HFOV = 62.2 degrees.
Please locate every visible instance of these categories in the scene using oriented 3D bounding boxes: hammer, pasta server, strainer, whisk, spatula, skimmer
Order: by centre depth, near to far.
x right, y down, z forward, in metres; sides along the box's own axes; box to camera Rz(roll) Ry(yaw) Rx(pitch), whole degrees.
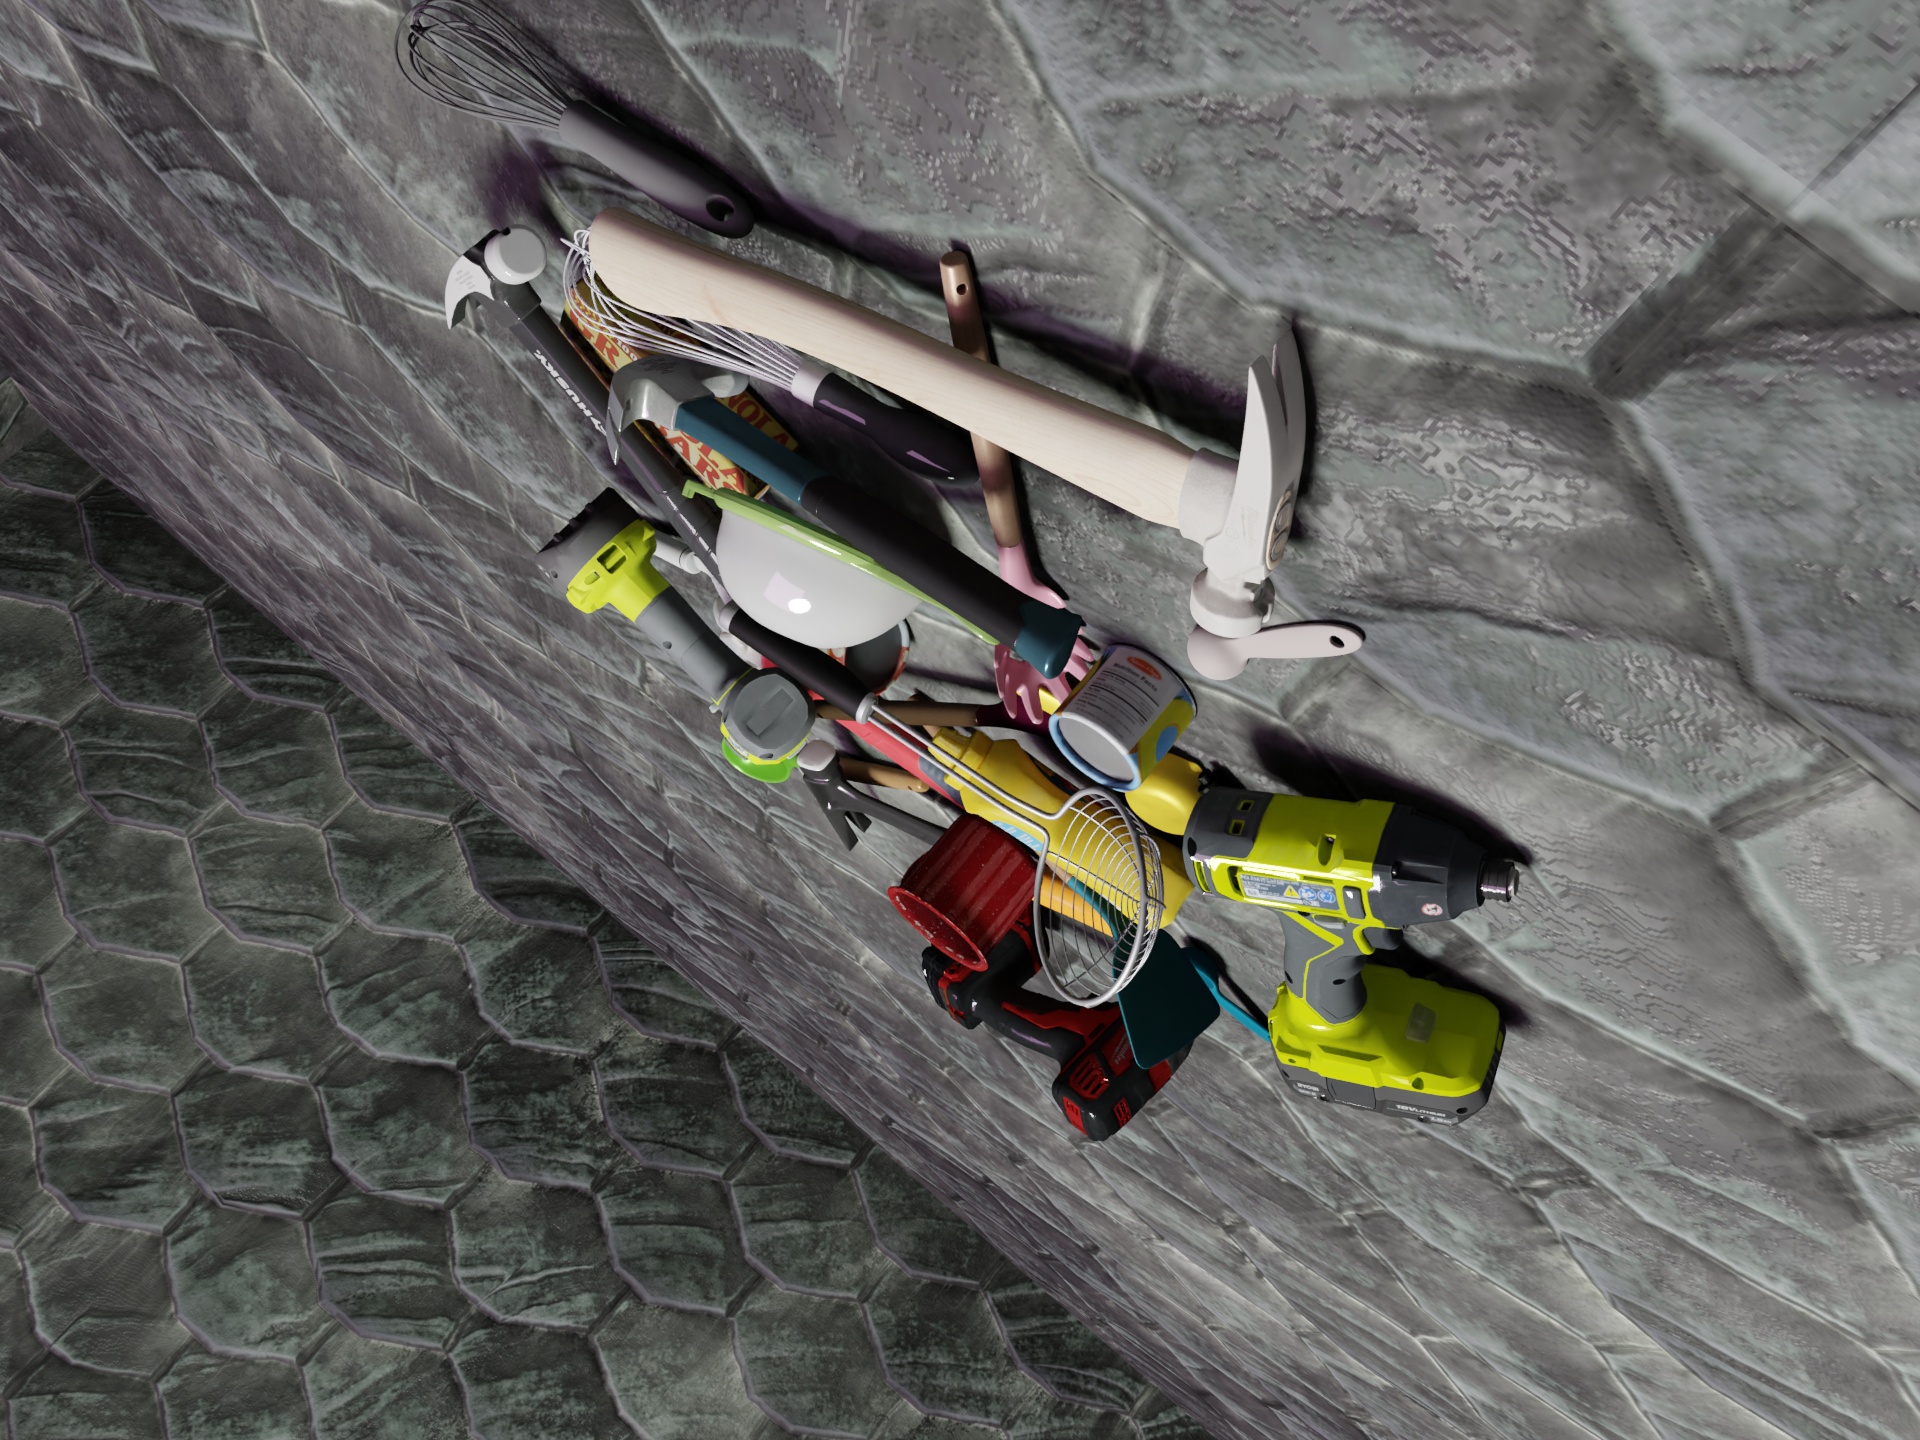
[{"bbox_3d":[-0.026,-0.179,0.759,0.411,0.038,0.146,28,144,25],"label":"hammer"},{"bbox_3d":[-0.208,-0.318,0.850,0.239,0.055,0.055,33,157,12],"label":"whisk"},{"bbox_3d":[0.025,-0.112,0.854,0.315,0.060,0.040,75,171,-50],"label":"pasta server"},{"bbox_3d":[-0.066,-0.118,0.860,0.331,0.128,0.033,35,127,26],"label":"hammer"},{"bbox_3d":[-0.108,-0.204,0.893,0.285,0.070,0.070,31,157,12],"label":"whisk"},{"bbox_3d":[-0.062,-0.066,0.936,0.151,0.069,0.257,22,-175,-40],"label":"strainer"},{"bbox_3d":[-0.026,0.033,0.977,0.363,0.090,0.127,34,123,18],"label":"skimmer"},{"bbox_3d":[-0.208,-0.169,1.042,0.334,0.035,0.146,52,157,-25],"label":"hammer"},{"bbox_3d":[0.060,0.099,1.127,0.318,0.082,0.044,48,145,22],"label":"spatula"},{"bbox_3d":[-0.201,-0.123,1.222,0.259,0.050,0.086,27,142,46],"label":"strainer"},{"bbox_3d":[-0.034,0.035,1.239,0.386,0.038,0.143,34,159,19],"label":"hammer"},{"bbox_3d":[0.015,0.112,1.279,0.337,0.034,0.127,22,152,33],"label":"hammer"}]

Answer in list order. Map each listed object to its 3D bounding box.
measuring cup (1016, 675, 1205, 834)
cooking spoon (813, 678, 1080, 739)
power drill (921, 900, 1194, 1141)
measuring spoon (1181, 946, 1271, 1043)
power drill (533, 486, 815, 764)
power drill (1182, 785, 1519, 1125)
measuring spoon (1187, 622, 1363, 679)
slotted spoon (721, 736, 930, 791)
[{"bbox_3d":[0.087,0.021,0.981,0.156,0.029,0.062,32,155,-3],"label":"measuring cup"},{"bbox_3d":[-0.002,-0.003,1.091,0.319,0.017,0.068,3,138,47],"label":"cooking spoon"},{"bbox_3d":[0.085,0.226,1.281,0.220,0.143,0.078,32,154,40],"label":"power drill"},{"bbox_3d":[0.206,0.207,1.195,0.128,0.021,0.042,40,160,-21],"label":"measuring spoon"},{"bbox_3d":[-0.203,-0.056,1.186,0.228,0.080,0.190,45,171,-4],"label":"power drill"},{"bbox_3d":[0.233,0.132,0.897,0.171,0.080,0.223,6,139,31],"label":"power drill"},{"bbox_3d":[0.156,-0.034,0.805,0.034,0.018,0.124,50,157,-19],"label":"measuring spoon"},{"bbox_3d":[-0.122,0.041,1.418,0.314,0.031,0.070,7,140,53],"label":"slotted spoon"}]
